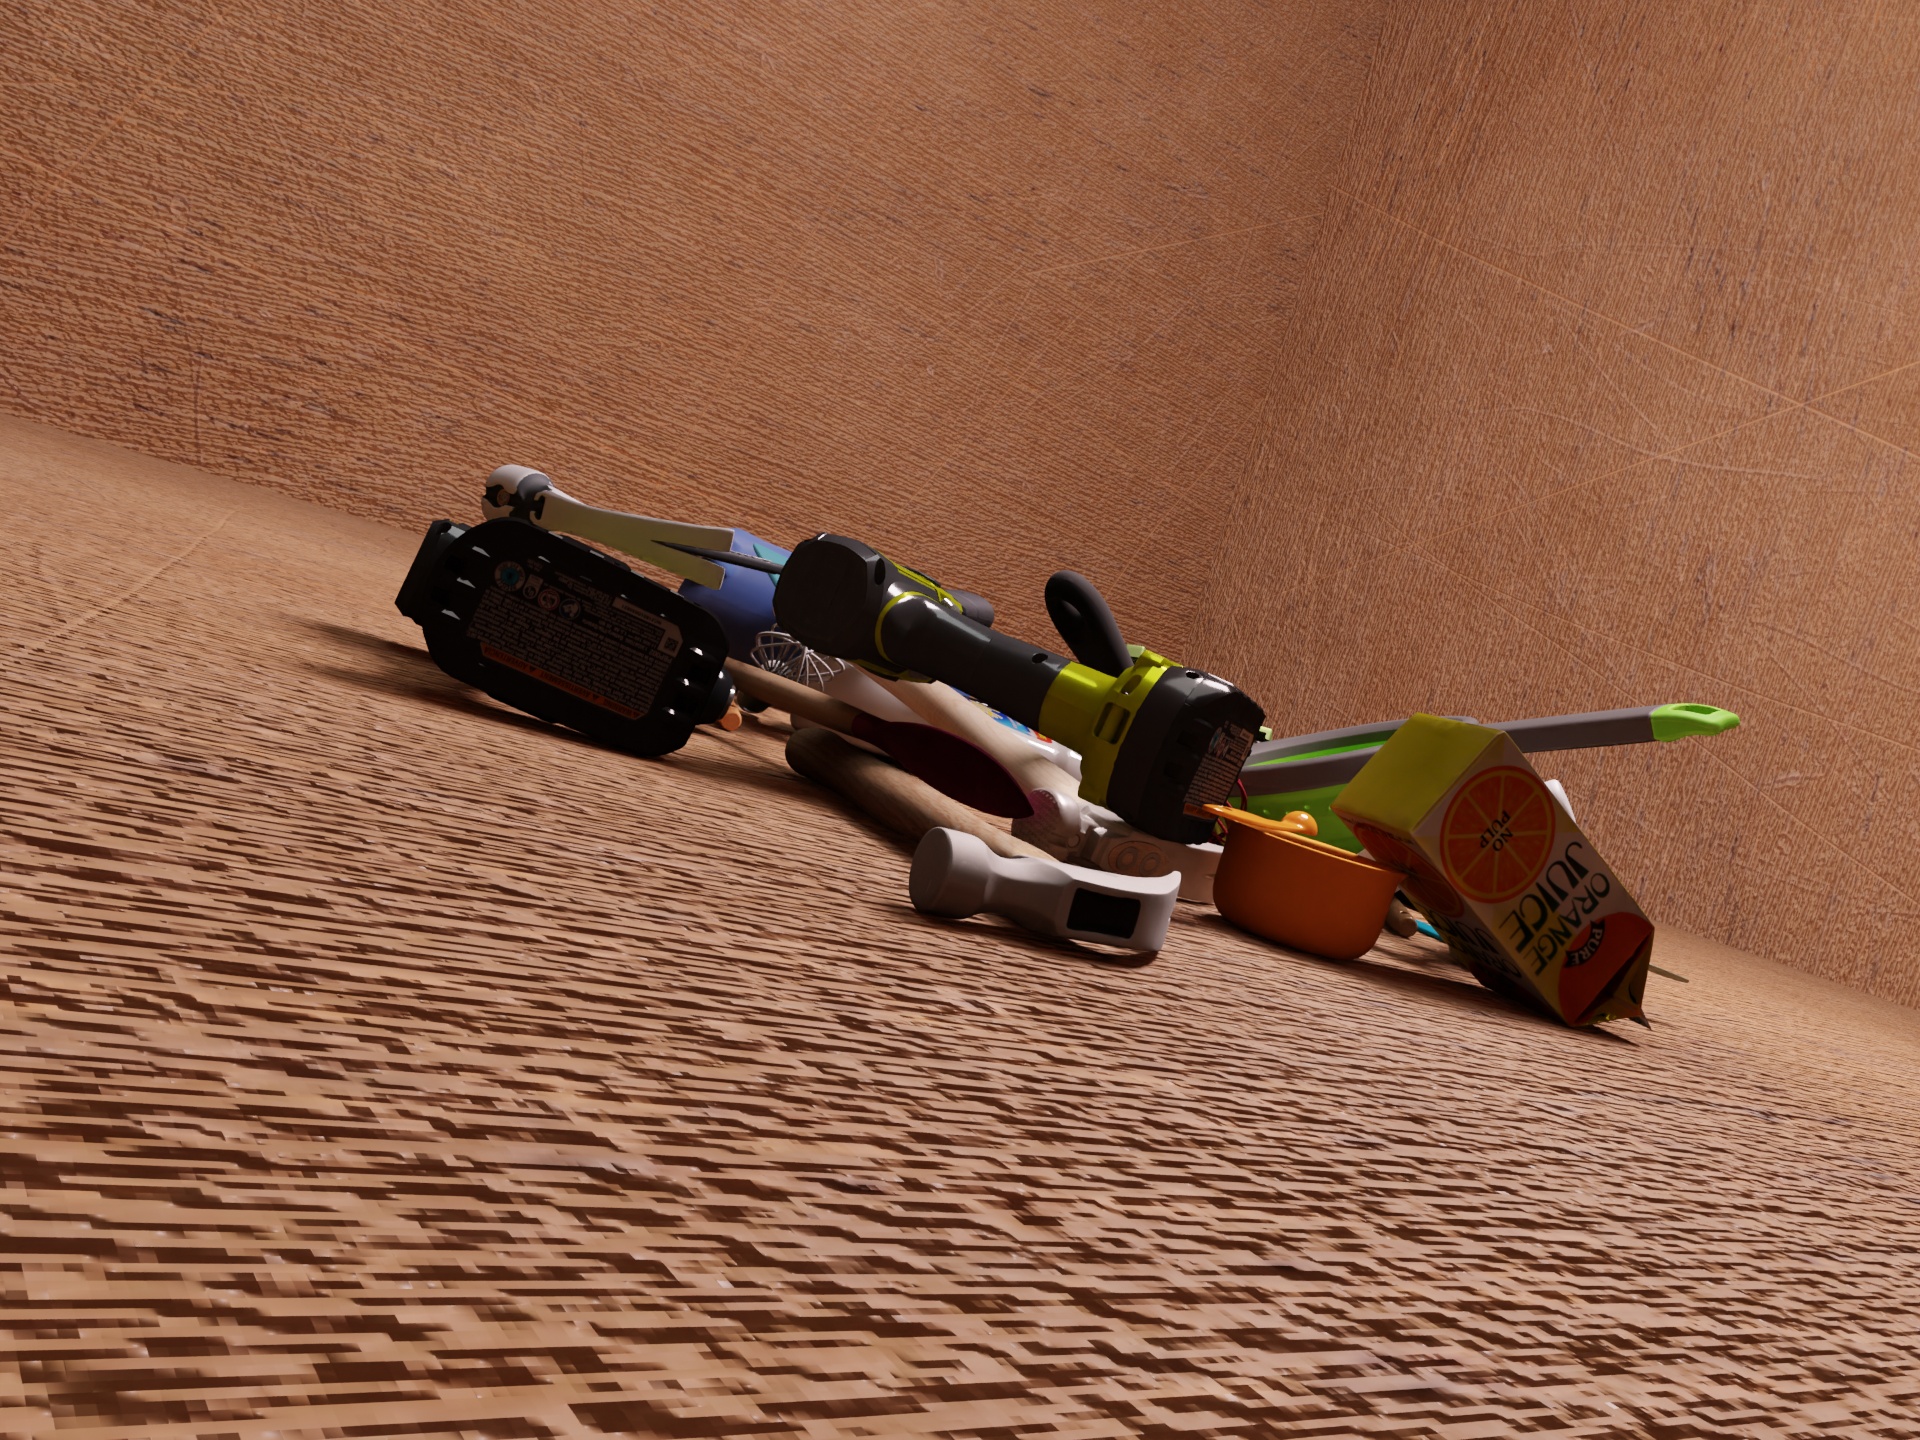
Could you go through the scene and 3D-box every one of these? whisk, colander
[{"bbox_3d":[-0.121,-0.030,1.048,0.057,0.059,0.246,14,-10,-13],"label":"whisk"},{"bbox_3d":[0.109,0.006,0.943,0.073,0.073,0.295,19,-23,36],"label":"whisk"},{"bbox_3d":[0.309,0.053,1.032,0.204,0.094,0.397,-12,2,-38],"label":"colander"}]

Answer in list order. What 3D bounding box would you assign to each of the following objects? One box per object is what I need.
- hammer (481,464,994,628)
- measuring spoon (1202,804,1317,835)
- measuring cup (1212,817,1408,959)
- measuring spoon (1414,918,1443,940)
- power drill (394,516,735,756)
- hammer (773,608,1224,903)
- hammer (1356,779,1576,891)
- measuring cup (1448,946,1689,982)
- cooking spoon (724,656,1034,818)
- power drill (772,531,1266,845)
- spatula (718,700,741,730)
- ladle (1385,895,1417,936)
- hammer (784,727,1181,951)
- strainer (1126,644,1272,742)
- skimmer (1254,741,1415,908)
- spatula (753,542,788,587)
[{"bbox_3d":[-0.091,-0.089,0.977,0.149,0.036,0.408,18,6,30],"label":"hammer"},{"bbox_3d":[0.149,0.046,0.786,0.021,0.011,0.116,19,3,35],"label":"measuring spoon"},{"bbox_3d":[0.175,0.087,0.841,0.095,0.052,0.173,18,1,6],"label":"measuring cup"},{"bbox_3d":[0.337,0.141,1.066,0.042,0.021,0.129,16,3,-28],"label":"measuring spoon"},{"bbox_3d":[-0.193,-0.041,0.823,0.190,0.080,0.228,25,-3,-18],"label":"power drill"},{"bbox_3d":[-0.002,-0.003,0.969,0.146,0.038,0.411,17,12,-37],"label":"hammer"},{"bbox_3d":[0.342,0.101,1.027,0.128,0.033,0.330,-21,-21,20],"label":"hammer"},{"bbox_3d":[0.372,0.150,0.969,0.167,0.038,0.083,19,2,-17],"label":"measuring cup"},{"bbox_3d":[-0.068,-0.004,0.871,0.319,0.017,0.068,20,-27,49],"label":"cooking spoon"},{"bbox_3d":[0.033,-0.020,0.808,0.223,0.080,0.171,26,3,21],"label":"power drill"},{"bbox_3d":[-0.187,-0.024,1.131,0.081,0.041,0.323,17,7,-19],"label":"spatula"},{"bbox_3d":[0.298,0.108,1.170,0.078,0.062,0.320,0,4,5],"label":"ladle"},{"bbox_3d":[-0.012,0.044,0.712,0.130,0.031,0.331,16,3,-24],"label":"hammer"},{"bbox_3d":[0.116,0.029,1.293,0.151,0.069,0.256,31,-30,-23],"label":"strainer"},{"bbox_3d":[0.339,0.092,1.394,0.127,0.090,0.363,52,-12,-27],"label":"skimmer"},{"bbox_3d":[-0.054,-0.067,1.144,0.082,0.044,0.318,26,-1,-39],"label":"spatula"}]
